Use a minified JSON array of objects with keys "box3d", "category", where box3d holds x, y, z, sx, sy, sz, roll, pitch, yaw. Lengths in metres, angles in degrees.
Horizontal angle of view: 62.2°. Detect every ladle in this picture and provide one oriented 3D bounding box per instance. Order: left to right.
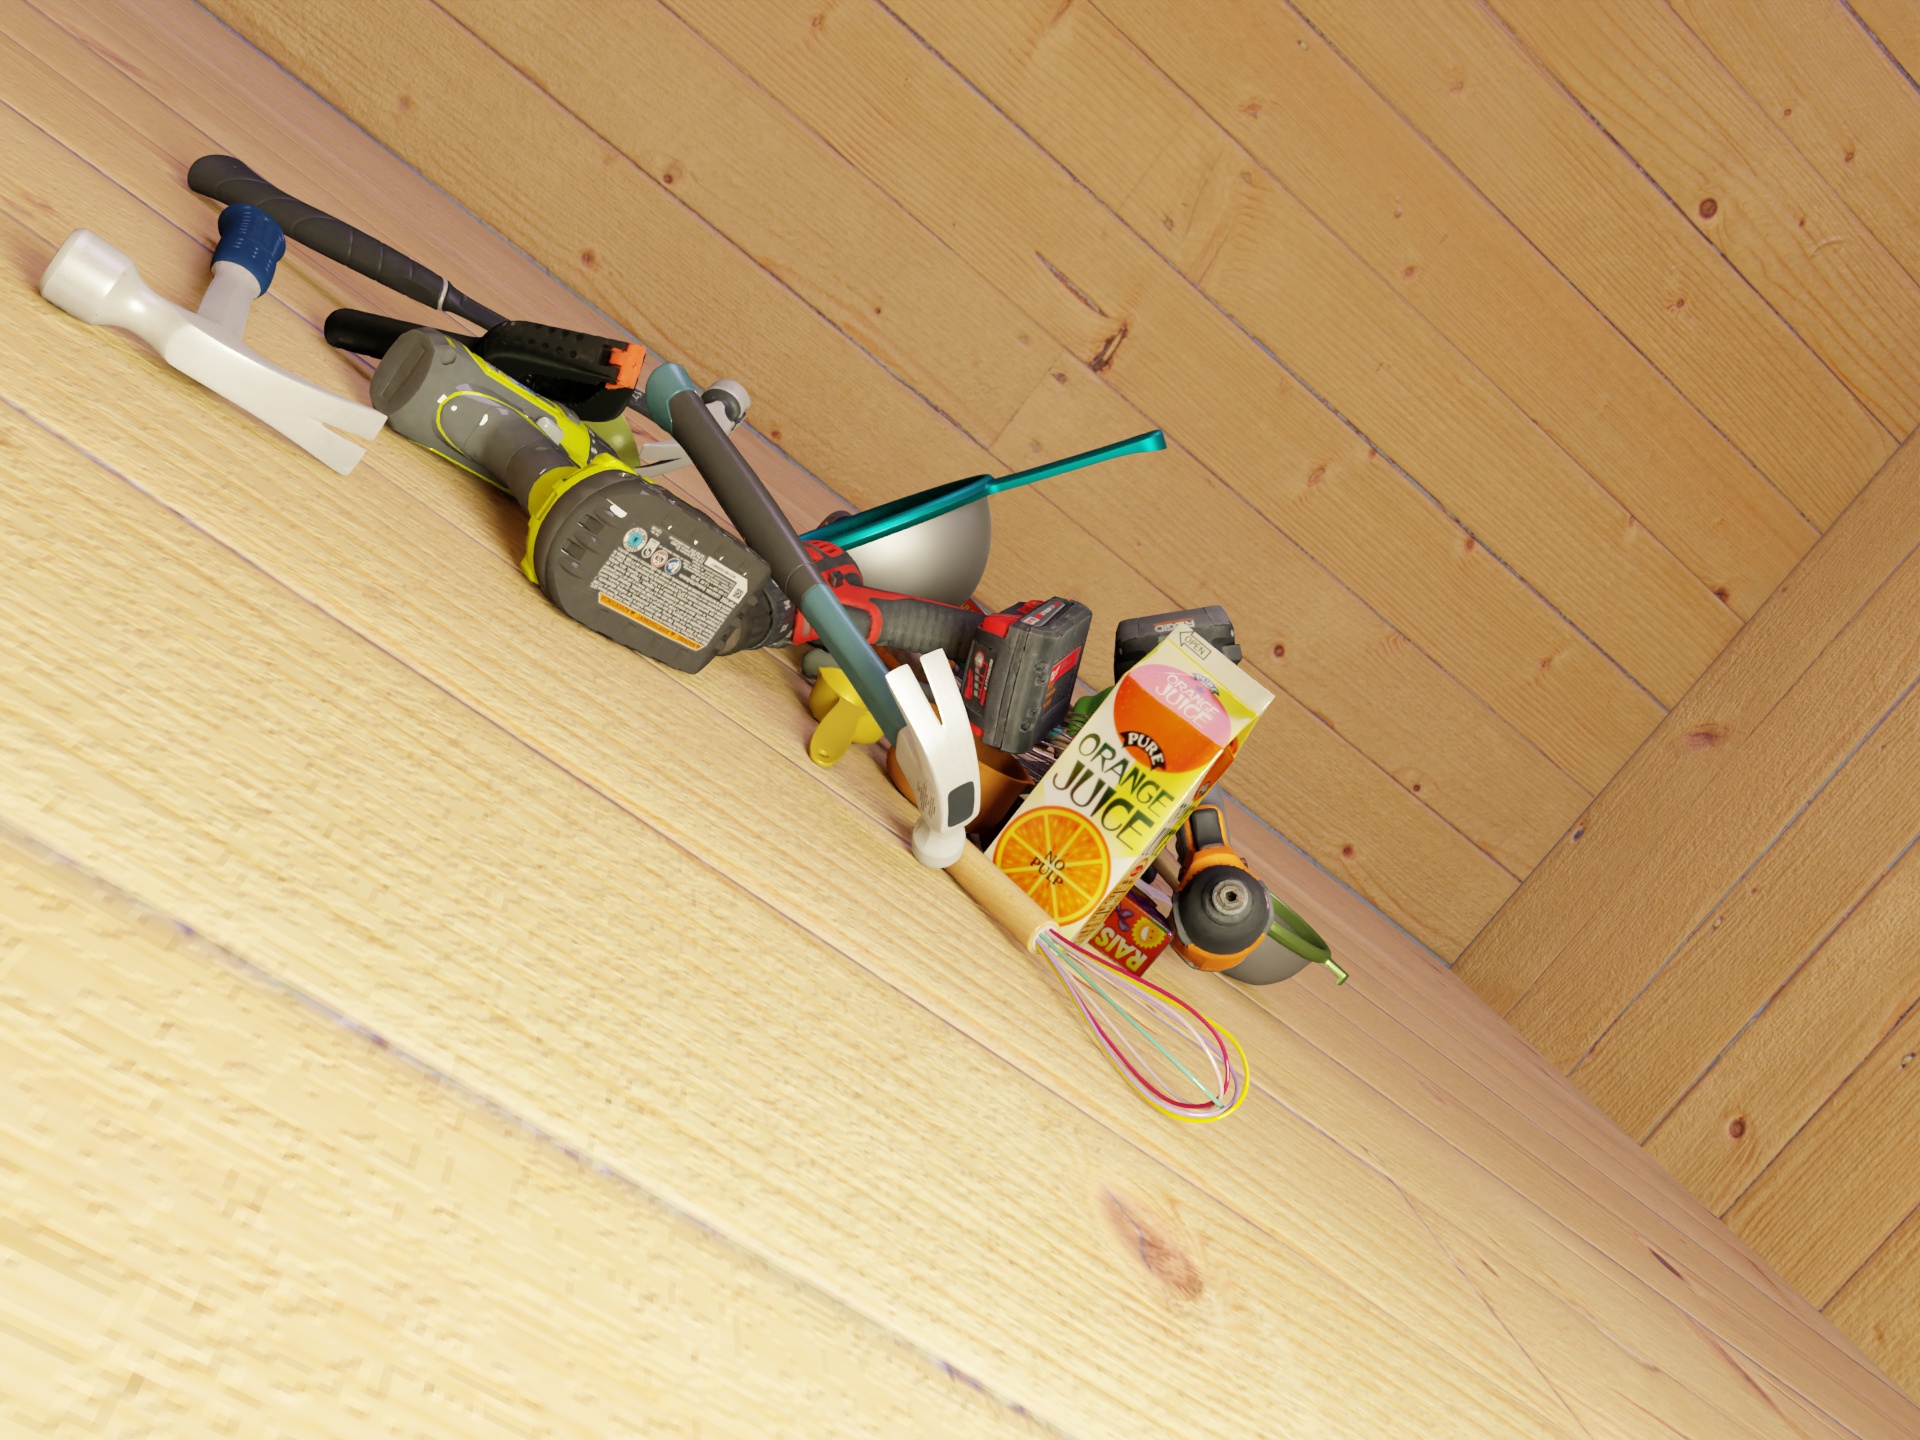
[{"box3d":[-0.217,-0.176,1.300,0.078,0.062,0.320,44,6,28],"category":"ladle"}]

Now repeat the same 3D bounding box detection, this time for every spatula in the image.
[{"box3d":[0.083,0.040,1.206,0.318,0.044,0.082,50,9,12],"category":"spatula"}]

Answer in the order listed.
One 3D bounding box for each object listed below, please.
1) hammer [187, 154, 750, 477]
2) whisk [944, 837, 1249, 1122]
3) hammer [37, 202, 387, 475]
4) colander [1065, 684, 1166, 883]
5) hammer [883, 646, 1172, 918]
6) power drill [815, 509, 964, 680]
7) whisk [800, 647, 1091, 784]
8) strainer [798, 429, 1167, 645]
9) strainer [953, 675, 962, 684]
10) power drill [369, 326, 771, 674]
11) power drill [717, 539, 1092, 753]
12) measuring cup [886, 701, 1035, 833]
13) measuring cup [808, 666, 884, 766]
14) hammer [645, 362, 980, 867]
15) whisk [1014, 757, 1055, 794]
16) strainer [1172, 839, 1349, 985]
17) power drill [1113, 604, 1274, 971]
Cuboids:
[{"box3d":[-0.354,-0.291,1.129,0.409,0.036,0.149,28,33,-3],"category":"hammer"},{"box3d":[0.060,0.124,0.828,0.051,0.047,0.245,29,8,-48],"category":"whisk"},{"box3d":[-0.383,-0.229,0.850,0.144,0.035,0.406,34,8,-30],"category":"hammer"},{"box3d":[0.130,0.007,1.346,0.094,0.205,0.396,9,-20,13],"category":"colander"},{"box3d":[0.023,0.013,1.258,0.411,0.038,0.146,48,10,32],"category":"hammer"},{"box3d":[-0.056,-0.097,1.534,0.185,0.084,0.226,35,12,-33],"category":"power drill"},{"box3d":[-0.002,-0.003,1.087,0.246,0.059,0.057,19,-7,19],"category":"whisk"},{"box3d":[-0.001,-0.126,1.187,0.211,0.340,0.095,-52,125,-70],"category":"strainer"},{"box3d":[0.025,0.007,1.432,0.087,0.050,0.258,47,2,10],"category":"strainer"},{"box3d":[-0.208,-0.121,0.898,0.229,0.080,0.190,41,6,38],"category":"power drill"},{"box3d":[-0.048,-0.053,0.995,0.227,0.080,0.188,18,18,14],"category":"power drill"},{"box3d":[-0.010,0.041,0.978,0.095,0.052,0.173,35,13,0],"category":"measuring cup"},{"box3d":[-0.077,0.008,0.981,0.062,0.029,0.156,30,19,-3],"category":"measuring cup"},{"box3d":[-0.088,-0.076,0.884,0.331,0.033,0.128,54,-23,23],"category":"hammer"},{"box3d":[0.079,0.044,1.123,0.238,0.055,0.055,4,23,-25],"category":"whisk"},{"box3d":[0.206,0.148,1.318,0.151,0.069,0.256,34,7,-18],"category":"strainer"},{"box3d":[0.155,0.046,1.039,0.164,0.084,0.227,72,9,-76],"category":"power drill"}]
